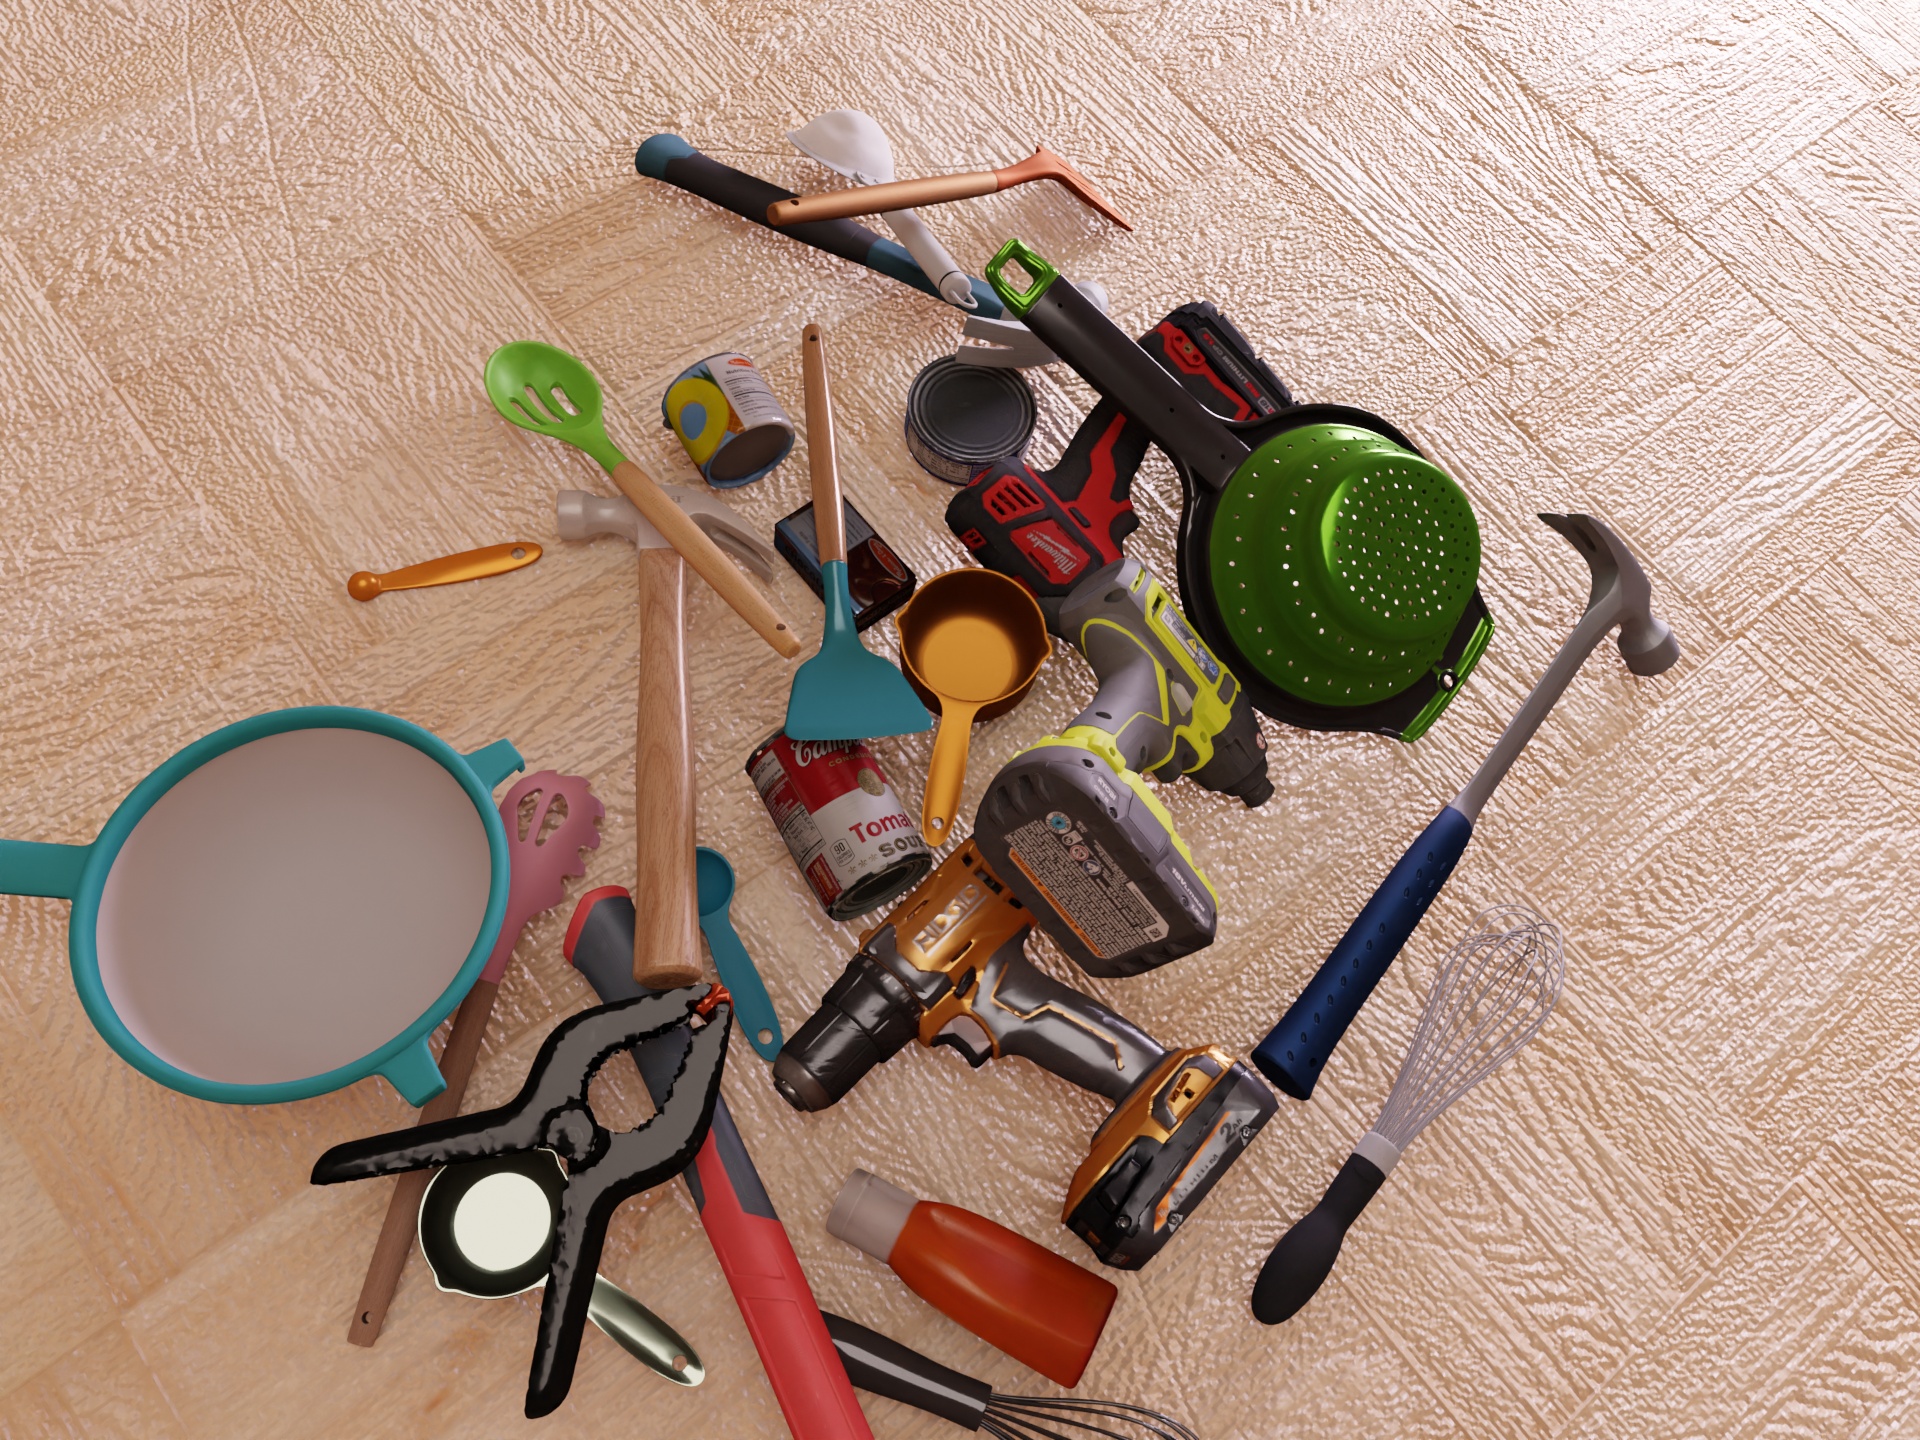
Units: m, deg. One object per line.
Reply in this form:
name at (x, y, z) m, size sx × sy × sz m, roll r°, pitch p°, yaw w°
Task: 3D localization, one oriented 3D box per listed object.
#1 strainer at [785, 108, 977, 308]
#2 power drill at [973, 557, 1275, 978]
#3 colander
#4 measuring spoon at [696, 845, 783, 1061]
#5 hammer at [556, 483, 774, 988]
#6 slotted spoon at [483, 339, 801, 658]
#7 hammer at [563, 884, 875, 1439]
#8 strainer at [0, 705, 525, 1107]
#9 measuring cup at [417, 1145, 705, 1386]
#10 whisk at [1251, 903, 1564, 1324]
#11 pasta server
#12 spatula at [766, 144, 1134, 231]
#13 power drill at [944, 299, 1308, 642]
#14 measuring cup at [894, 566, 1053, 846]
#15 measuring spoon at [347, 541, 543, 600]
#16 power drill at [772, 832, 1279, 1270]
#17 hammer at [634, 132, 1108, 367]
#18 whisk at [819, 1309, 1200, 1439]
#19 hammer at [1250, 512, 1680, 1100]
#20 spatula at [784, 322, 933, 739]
strainer at (-0.047, -0.348, 1.060) m, size 0.086 × 0.050 × 0.259 m, roll 3°, pitch 43°, yaw -40°
power drill at (0.103, 0.029, 0.876) m, size 0.171 × 0.080 × 0.223 m, roll 50°, pitch 37°, yaw -14°
colander at (0.179, -0.150, 0.937) m, size 0.397 × 0.094 × 0.204 m, roll 41°, pitch 76°, yaw -10°
measuring spoon at (-0.130, 0.132, 0.888) m, size 0.042 × 0.021 × 0.129 m, roll -23°, pitch 79°, yaw -17°
hammer at (-0.166, -0.004, 0.908) m, size 0.130 × 0.031 × 0.332 m, roll -2°, pitch 57°, yaw -9°
slotted spoon at (-0.191, -0.135, 0.955) m, size 0.070 × 0.031 × 0.314 m, roll -26°, pitch 56°, yaw -31°
hammer at (-0.097, 0.243, 0.798) m, size 0.143 × 0.038 × 0.387 m, roll -30°, pitch 66°, yaw 0°
strainer at (-0.397, 0.099, 0.826) m, size 0.340 × 0.095 × 0.211 m, roll 5°, pitch 62°, yaw 1°
measuring cup at (-0.196, 0.279, 0.800) m, size 0.167 × 0.038 × 0.083 m, roll 38°, pitch 67°, yaw 1°
whisk at (0.247, 0.214, 0.877) m, size 0.070 × 0.070 × 0.284 m, roll 39°, pitch 71°, yaw 11°
pasta server at (-0.261, 0.167, 0.847) m, size 0.060 × 0.040 × 0.316 m, roll 14°, pitch 69°, yaw -1°
spatula at (-0.001, -0.340, 1.038) m, size 0.322 × 0.041 × 0.081 m, roll -24°, pitch 67°, yaw -40°
power drill at (0.109, -0.148, 1.004) m, size 0.220 × 0.078 × 0.143 m, roll -45°, pitch 97°, yaw -17°
measuring cup at (-0.002, -0.003, 0.945) m, size 0.095 × 0.052 × 0.174 m, roll 11°, pitch 72°, yaw 0°
measuring spoon at (-0.312, -0.093, 0.965) m, size 0.117 × 0.011 × 0.021 m, roll -14°, pitch 68°, yaw -13°
power drill at (0.029, 0.189, 0.846) m, size 0.226 × 0.084 × 0.185 m, roll 41°, pitch 67°, yaw 16°
hammer at (-0.069, -0.322, 1.077) m, size 0.331 × 0.033 × 0.128 m, roll 26°, pitch 40°, yaw 9°
whisk at (0.011, 0.339, 0.792) m, size 0.239 × 0.055 × 0.055 m, roll 19°, pitch 65°, yaw 7°
hammer at (0.297, 0.047, 0.942) m, size 0.405 × 0.035 × 0.144 m, roll -50°, pitch 120°, yaw -18°
spatula at (-0.076, -0.120, 0.955) m, size 0.082 × 0.044 × 0.318 m, roll -4°, pitch 63°, yaw -8°
